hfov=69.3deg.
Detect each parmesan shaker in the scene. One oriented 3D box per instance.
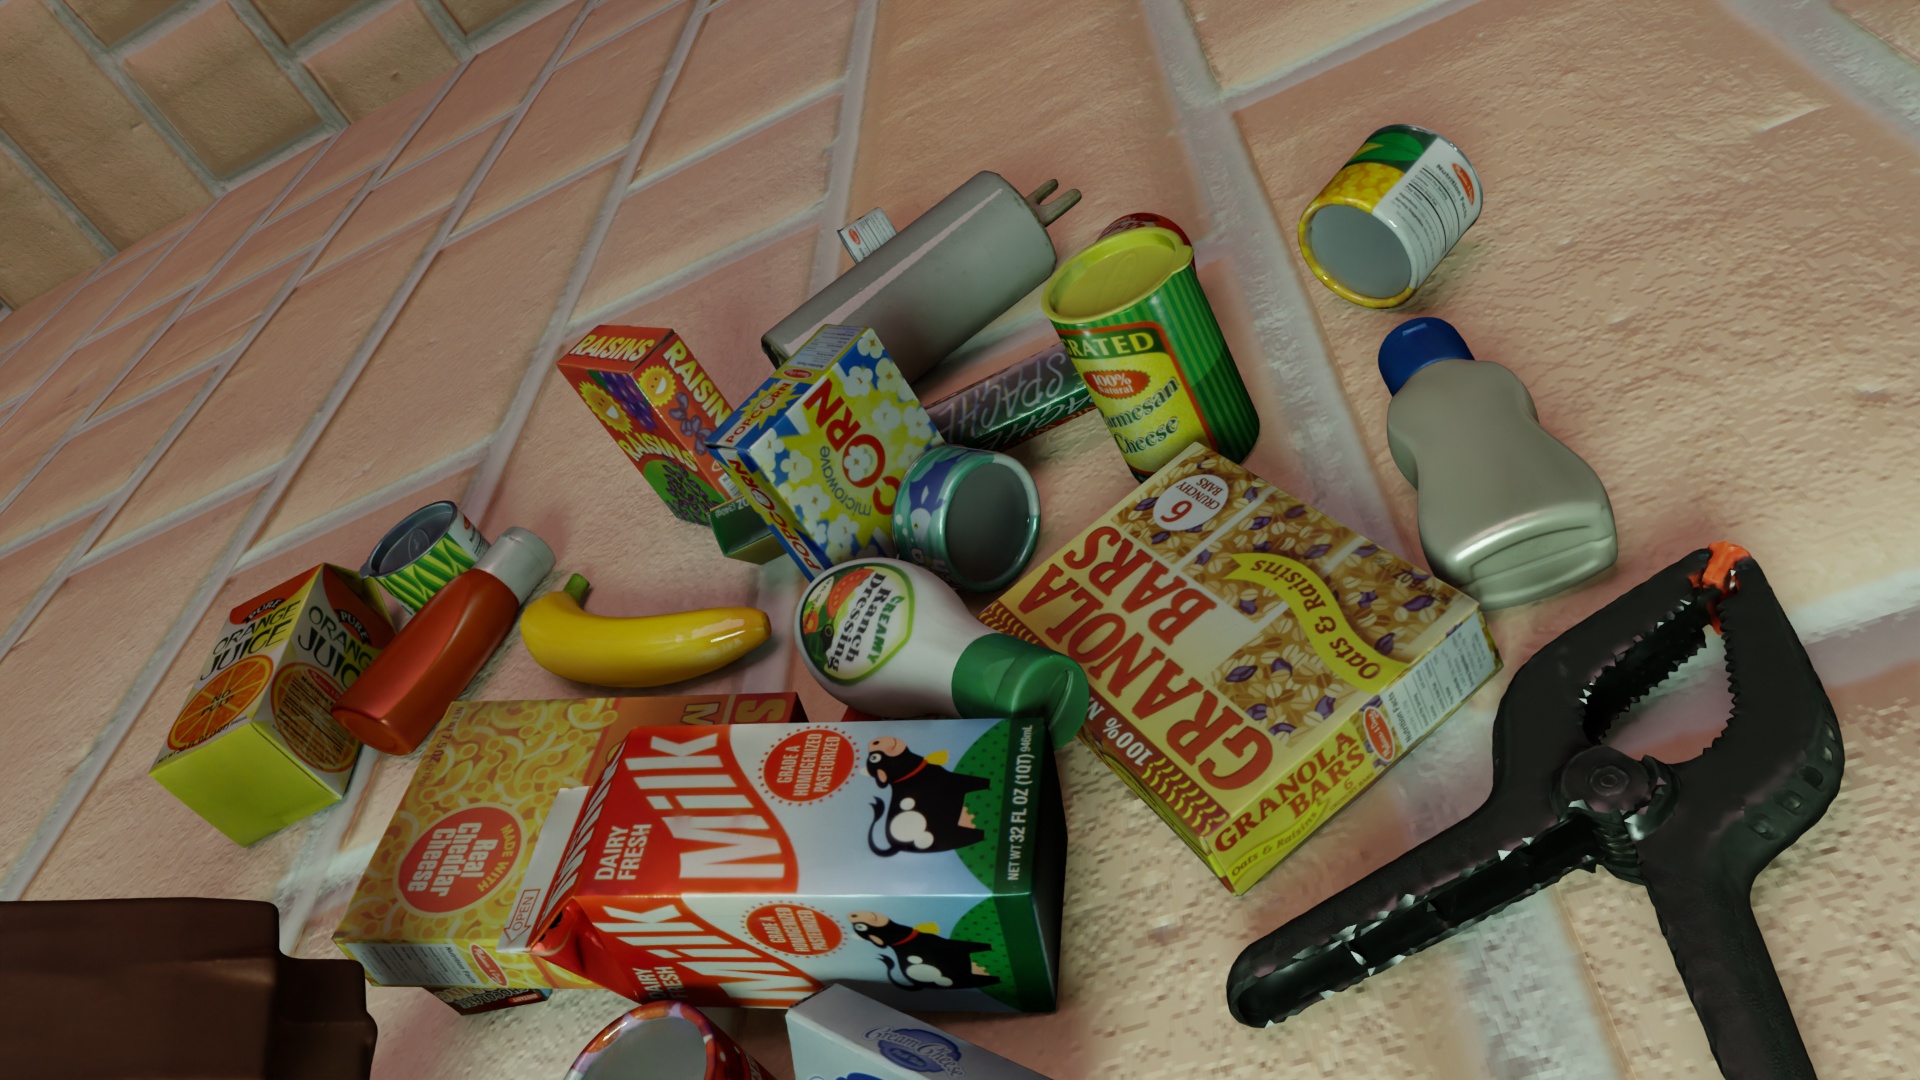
[{"bbox_3d":[0.090,-0.080,0.624,0.071,0.102,0.072,-22,35,16],"label":"parmesan shaker"}]

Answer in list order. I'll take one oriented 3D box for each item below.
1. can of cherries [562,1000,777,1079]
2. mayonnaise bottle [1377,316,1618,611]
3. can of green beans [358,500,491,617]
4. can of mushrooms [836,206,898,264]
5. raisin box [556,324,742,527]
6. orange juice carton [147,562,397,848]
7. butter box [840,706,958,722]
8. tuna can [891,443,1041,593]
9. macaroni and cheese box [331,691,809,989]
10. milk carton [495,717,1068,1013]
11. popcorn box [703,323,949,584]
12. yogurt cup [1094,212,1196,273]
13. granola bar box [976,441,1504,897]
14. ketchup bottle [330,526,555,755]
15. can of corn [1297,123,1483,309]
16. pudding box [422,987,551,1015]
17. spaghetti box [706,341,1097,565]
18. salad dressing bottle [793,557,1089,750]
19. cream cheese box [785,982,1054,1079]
[{"bbox_3d":[-0.091,0.195,0.461,0.071,0.058,0.072,-22,35,16],"label":"can of cherries"},{"bbox_3d":[0.199,-0.037,0.541,0.064,0.041,0.149,-21,34,15],"label":"mayonnaise bottle"},{"bbox_3d":[-0.326,0.018,0.871,0.071,0.057,0.071,-21,36,16],"label":"can of green beans"},{"bbox_3d":[-0.049,-0.178,0.894,0.033,0.070,0.071,-32,34,1],"label":"can of mushrooms"},{"bbox_3d":[-0.160,-0.063,0.783,0.086,0.123,0.040,13,55,47],"label":"raisin box"},{"bbox_3d":[-0.402,0.082,0.837,0.072,0.072,0.193,-26,34,9],"label":"orange juice carton"},{"bbox_3d":[-0.028,0.087,0.577,0.053,0.024,0.104,-7,41,34],"label":"butter box"},{"bbox_3d":[0.002,-0.008,0.637,0.033,0.071,0.071,12,53,46],"label":"tuna can"},{"bbox_3d":[-0.154,0.123,0.581,0.166,0.040,0.124,-3,42,12],"label":"macaroni and cheese box"},{"bbox_3d":[-0.062,0.113,0.482,0.190,0.073,0.073,-2,42,11],"label":"milk carton"},{"bbox_3d":[-0.047,-0.025,0.642,0.038,0.126,0.085,11,53,49],"label":"popcorn box"},{"bbox_3d":[0.094,-0.137,0.731,0.072,0.072,0.054,-16,29,23],"label":"yogurt cup"},{"bbox_3d":[0.097,0.039,0.526,0.124,0.039,0.166,-38,34,-7],"label":"granola bar box"},{"bbox_3d":[-0.297,0.055,0.814,0.064,0.043,0.149,1,46,38],"label":"ketchup bottle"},{"bbox_3d":[0.202,-0.153,0.662,0.058,0.071,0.071,-47,37,-21],"label":"can of corn"},{"bbox_3d":[-0.196,0.162,0.611,0.049,0.030,0.084,-16,37,20],"label":"pudding box"},{"bbox_3d":[-0.010,-0.051,0.712,0.250,0.050,0.029,-24,78,11],"label":"spaghetti box"},{"bbox_3d":[-0.010,0.045,0.544,0.147,0.044,0.064,15,75,52],"label":"salad dressing bottle"},{"bbox_3d":[-0.010,0.177,0.422,0.104,0.053,0.024,7,16,43],"label":"cream cheese box"}]
